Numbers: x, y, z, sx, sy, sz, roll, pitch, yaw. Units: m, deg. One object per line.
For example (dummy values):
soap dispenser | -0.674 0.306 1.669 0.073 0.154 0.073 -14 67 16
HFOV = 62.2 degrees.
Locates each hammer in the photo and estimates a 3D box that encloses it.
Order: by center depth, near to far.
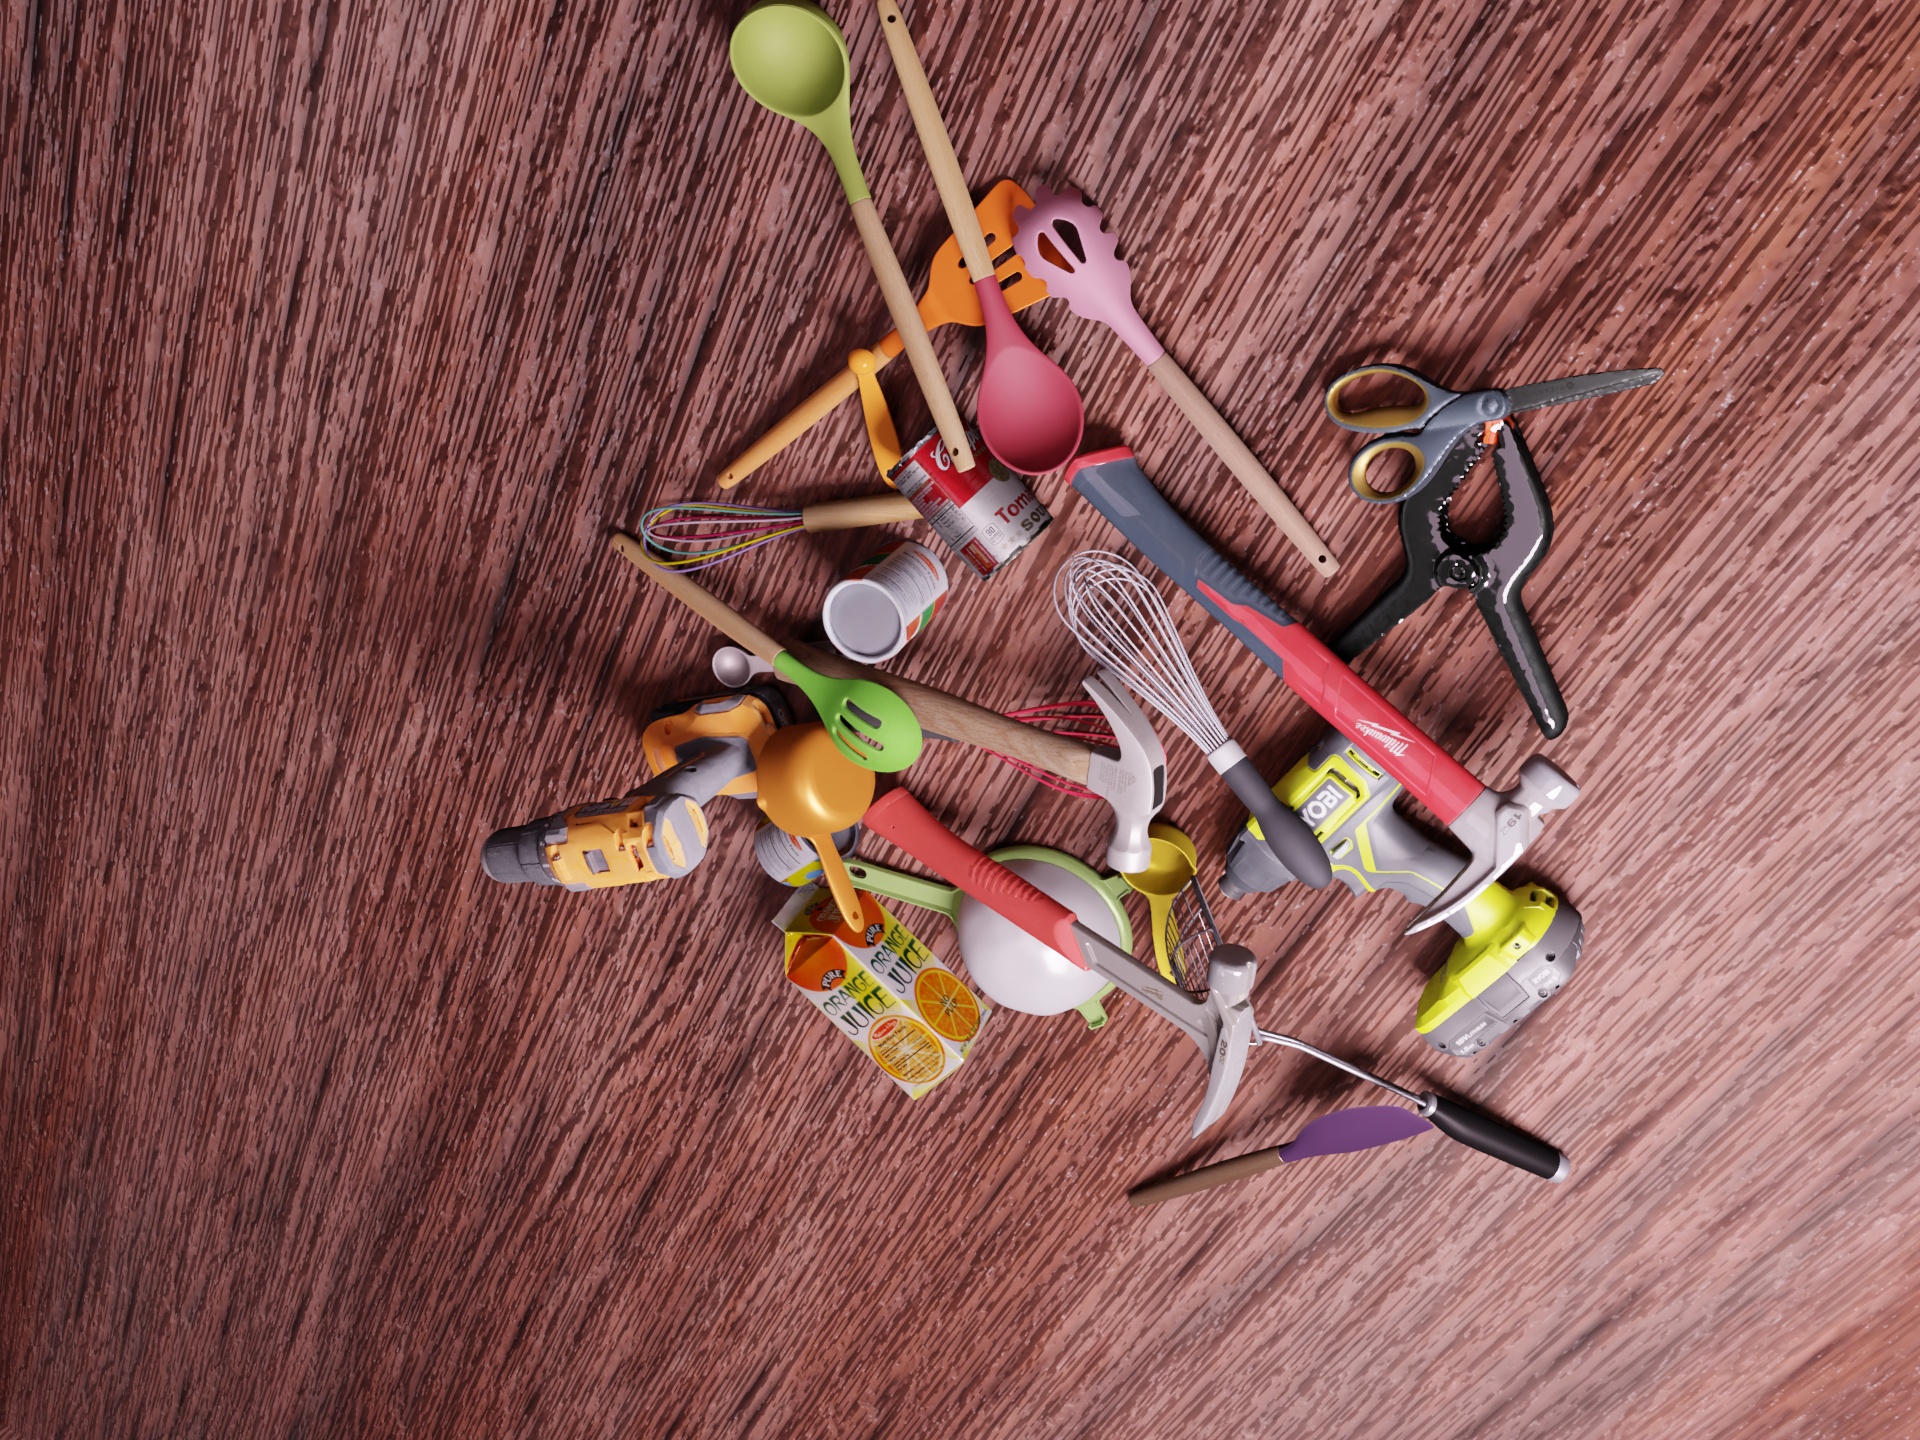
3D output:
hammer | 0.208 -0.034 1.051 0.386 0.038 0.143 43 108 10
hammer | -0.002 -0.004 1.147 0.331 0.031 0.130 20 117 29
hammer | 0.060 0.152 1.169 0.359 0.036 0.149 30 127 36

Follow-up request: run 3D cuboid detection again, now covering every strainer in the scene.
strainer | 0.006 0.164 1.264 0.256 0.069 0.151 15 120 14

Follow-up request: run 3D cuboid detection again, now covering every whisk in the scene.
whisk | 0.163 -0.002 1.090 0.070 0.070 0.285 -42 82 33
whisk | -0.133 -0.152 1.184 0.245 0.047 0.051 -5 125 20
whisk | 0.016 0.007 1.192 0.296 0.073 0.073 9 118 26

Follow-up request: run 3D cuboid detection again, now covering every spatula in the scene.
spatula | -0.063 -0.249 1.115 0.322 0.041 0.081 -30 100 36
spatula | 0.235 0.345 1.249 0.059 0.018 0.316 30 140 -21

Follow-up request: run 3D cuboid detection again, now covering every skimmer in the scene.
skimmer | 0.304 0.232 1.160 0.363 0.127 0.090 27 104 -8

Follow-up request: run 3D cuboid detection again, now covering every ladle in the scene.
ladle | 0.005 -0.310 1.028 0.069 0.031 0.315 -20 99 2
ladle | -0.061 -0.311 1.033 0.078 0.062 0.320 -18 98 35

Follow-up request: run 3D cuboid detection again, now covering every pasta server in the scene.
pasta server | 0.145 -0.216 1.038 0.060 0.040 0.316 -39 102 19

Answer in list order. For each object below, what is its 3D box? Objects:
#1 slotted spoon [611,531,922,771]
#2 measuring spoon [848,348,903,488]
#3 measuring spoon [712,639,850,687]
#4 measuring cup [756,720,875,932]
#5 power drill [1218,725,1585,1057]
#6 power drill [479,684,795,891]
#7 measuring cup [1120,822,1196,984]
slotted spoon | -0.156 -0.059 1.202 0.314 0.031 0.070 36 123 22
measuring spoon | -0.058 -0.208 1.116 0.021 0.011 0.116 0 135 16
measuring spoon | -0.137 -0.050 1.253 0.124 0.018 0.034 -7 108 18
measuring cup | -0.093 0.083 1.225 0.052 0.095 0.173 -12 102 43
power drill | 0.303 0.122 1.117 0.223 0.080 0.171 41 123 4
power drill | -0.244 0.058 1.222 0.185 0.226 0.084 -9 111 27
measuring cup | 0.158 0.142 1.222 0.062 0.029 0.156 2 127 20
